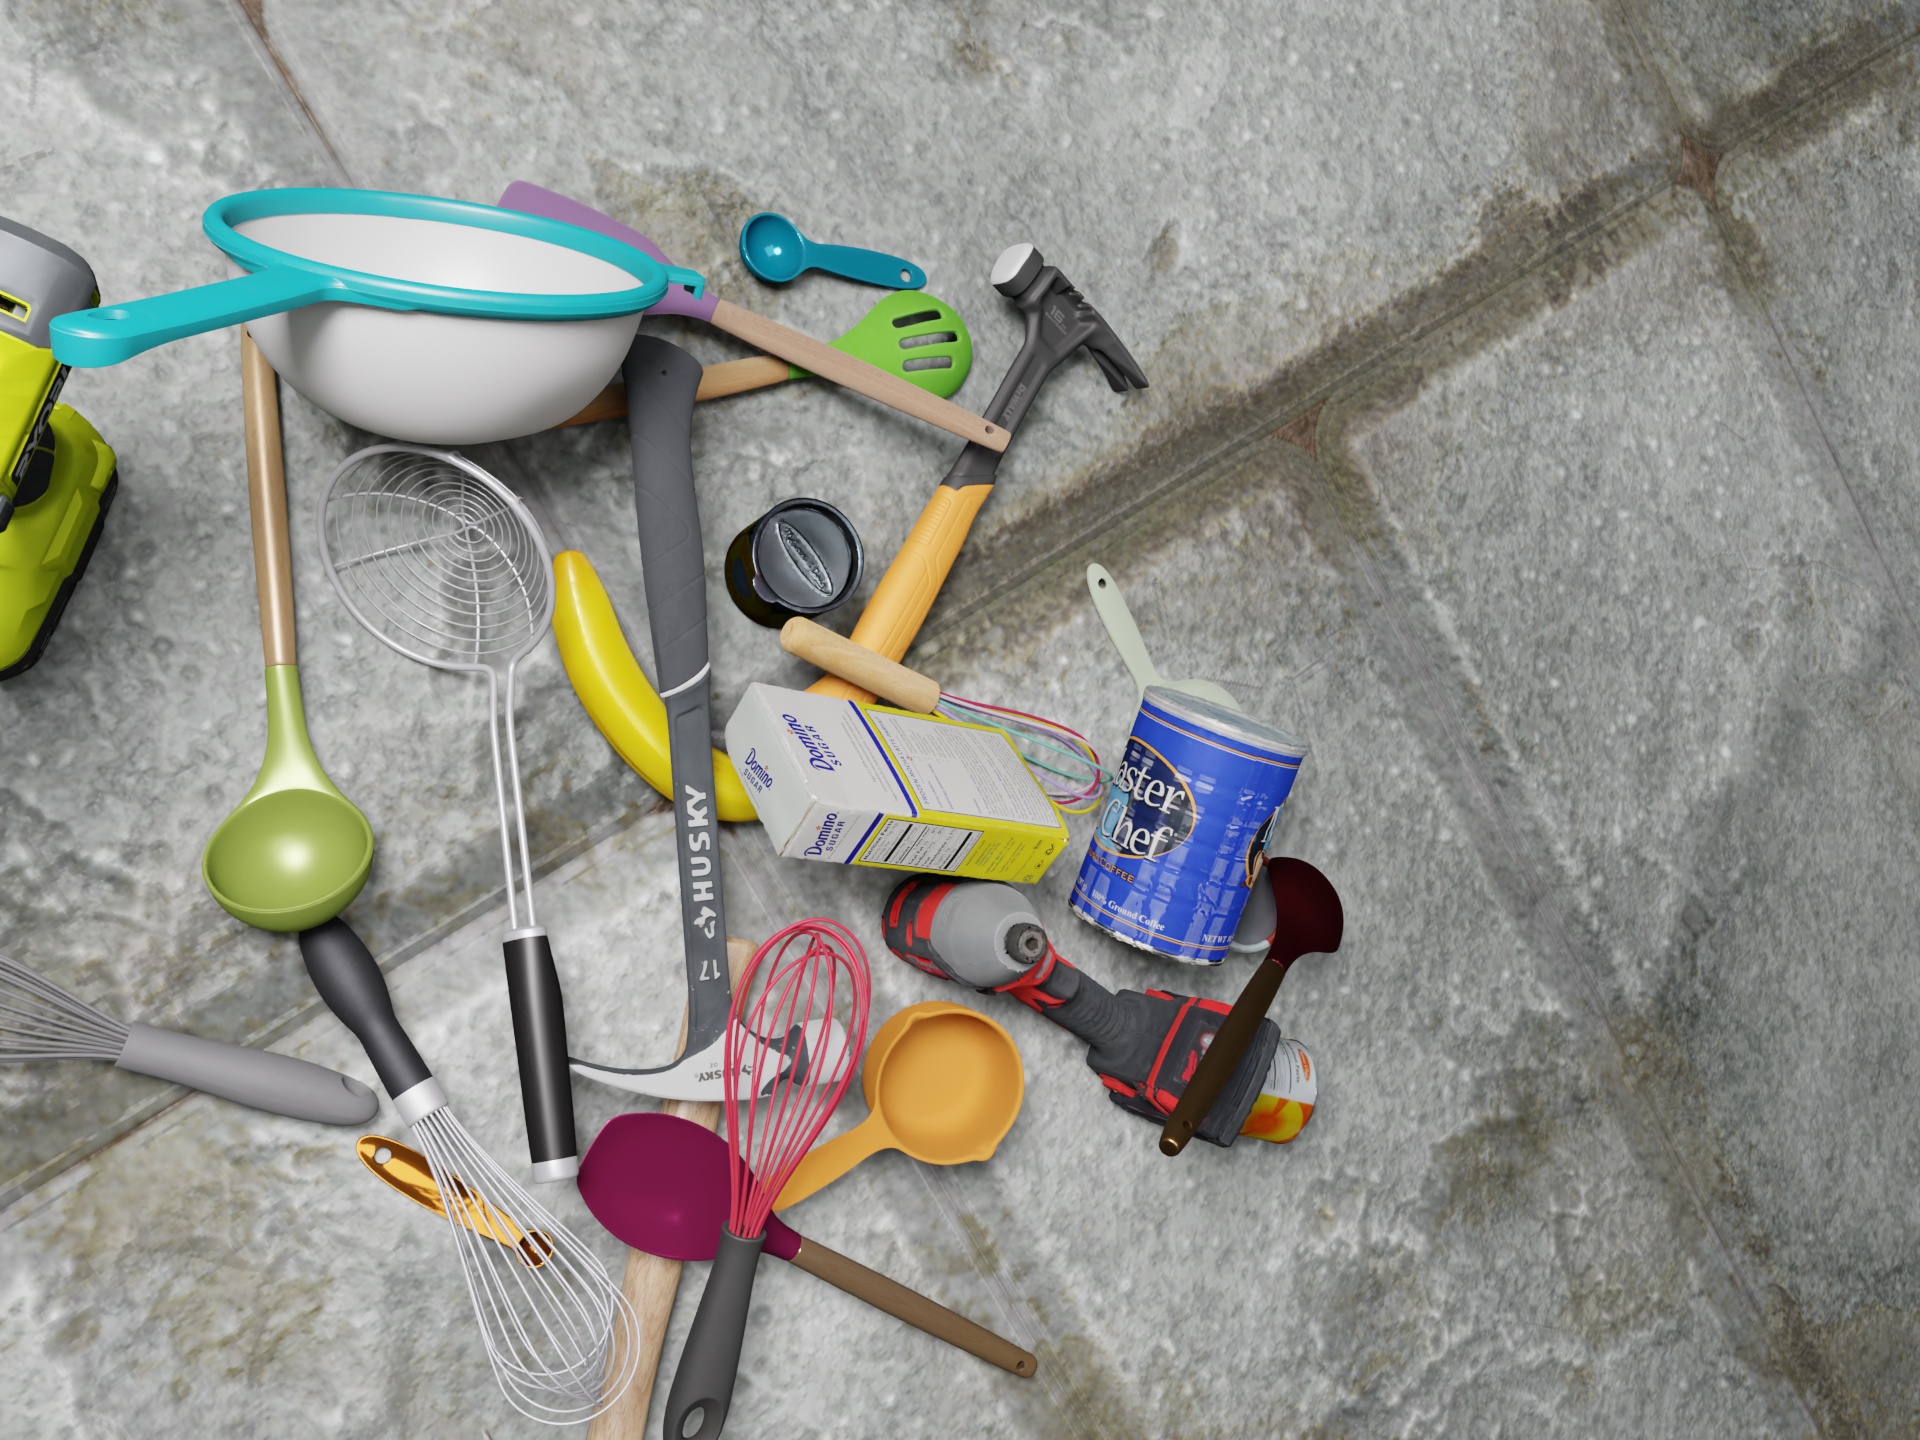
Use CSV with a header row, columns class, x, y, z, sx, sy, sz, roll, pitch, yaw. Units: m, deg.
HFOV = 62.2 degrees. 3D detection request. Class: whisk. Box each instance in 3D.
class,x,y,z,sx,sy,sz,roll,pitch,yaw
whisk,-0.001,-0.001,0.931,0.244,0.051,0.047,26,86,-32
whisk,-0.251,0.217,0.784,0.070,0.070,0.285,-31,83,-25
whisk,-0.106,0.240,0.807,0.073,0.073,0.296,13,96,-24
whisk,-0.392,0.154,0.749,0.238,0.055,0.055,23,75,-25

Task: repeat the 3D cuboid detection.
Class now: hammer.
class,x,y,z,sx,sy,sz,roll,pitch,yaw
hammer,-0.002,-0.120,0.964,0.127,0.034,0.337,39,72,-32
hammer,-0.163,0.279,0.850,0.130,0.031,0.331,17,77,-23
hammer,-0.150,-0.001,0.845,0.149,0.036,0.409,-5,88,-23

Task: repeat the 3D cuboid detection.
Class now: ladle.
class,x,y,z,sx,sy,sz,roll,pitch,yaw
ladle,0.168,0.153,0.900,0.069,0.031,0.315,50,33,1
ladle,-0.342,-0.055,0.792,0.078,0.062,0.320,-5,83,-15

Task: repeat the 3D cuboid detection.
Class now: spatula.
class,x,y,z,sx,sy,sz,roll,pitch,yaw
spatula,-0.117,-0.221,0.909,0.316,0.018,0.060,22,76,-9

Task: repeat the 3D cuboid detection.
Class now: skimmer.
class,x,y,z,sx,sy,sz,roll,pitch,yaw
skimmer,-0.241,0.046,0.782,0.090,0.127,0.363,14,64,-66

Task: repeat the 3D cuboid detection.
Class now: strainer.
class,x,y,z,sx,sy,sz,roll,pitch,yaw
strainer,-0.271,-0.165,0.721,0.211,0.340,0.095,17,117,10

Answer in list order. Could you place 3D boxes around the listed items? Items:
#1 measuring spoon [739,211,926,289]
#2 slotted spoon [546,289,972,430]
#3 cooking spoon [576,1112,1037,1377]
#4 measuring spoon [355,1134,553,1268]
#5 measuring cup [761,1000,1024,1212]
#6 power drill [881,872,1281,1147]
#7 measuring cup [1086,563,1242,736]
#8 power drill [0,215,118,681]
class,x,y,z,sx,sy,sz,roll,pitch,yaw
measuring spoon,-0.079,-0.277,0.968,0.128,0.021,0.042,1,82,-34
slotted spoon,-0.126,-0.199,0.928,0.313,0.031,0.070,-17,95,-25
cooking spoon,-0.073,0.300,0.874,0.318,0.017,0.069,37,76,-26
measuring spoon,-0.261,0.247,0.821,0.117,0.011,0.021,37,71,-13
measuring cup,-0.048,0.225,0.904,0.173,0.052,0.095,-29,98,-13
power drill,0.069,0.158,0.914,0.219,0.143,0.078,33,75,-21
measuring cup,0.129,-0.028,1.020,0.083,0.038,0.167,-33,100,-25
power drill,-0.419,-0.085,0.661,0.080,0.228,0.191,21,75,-22
